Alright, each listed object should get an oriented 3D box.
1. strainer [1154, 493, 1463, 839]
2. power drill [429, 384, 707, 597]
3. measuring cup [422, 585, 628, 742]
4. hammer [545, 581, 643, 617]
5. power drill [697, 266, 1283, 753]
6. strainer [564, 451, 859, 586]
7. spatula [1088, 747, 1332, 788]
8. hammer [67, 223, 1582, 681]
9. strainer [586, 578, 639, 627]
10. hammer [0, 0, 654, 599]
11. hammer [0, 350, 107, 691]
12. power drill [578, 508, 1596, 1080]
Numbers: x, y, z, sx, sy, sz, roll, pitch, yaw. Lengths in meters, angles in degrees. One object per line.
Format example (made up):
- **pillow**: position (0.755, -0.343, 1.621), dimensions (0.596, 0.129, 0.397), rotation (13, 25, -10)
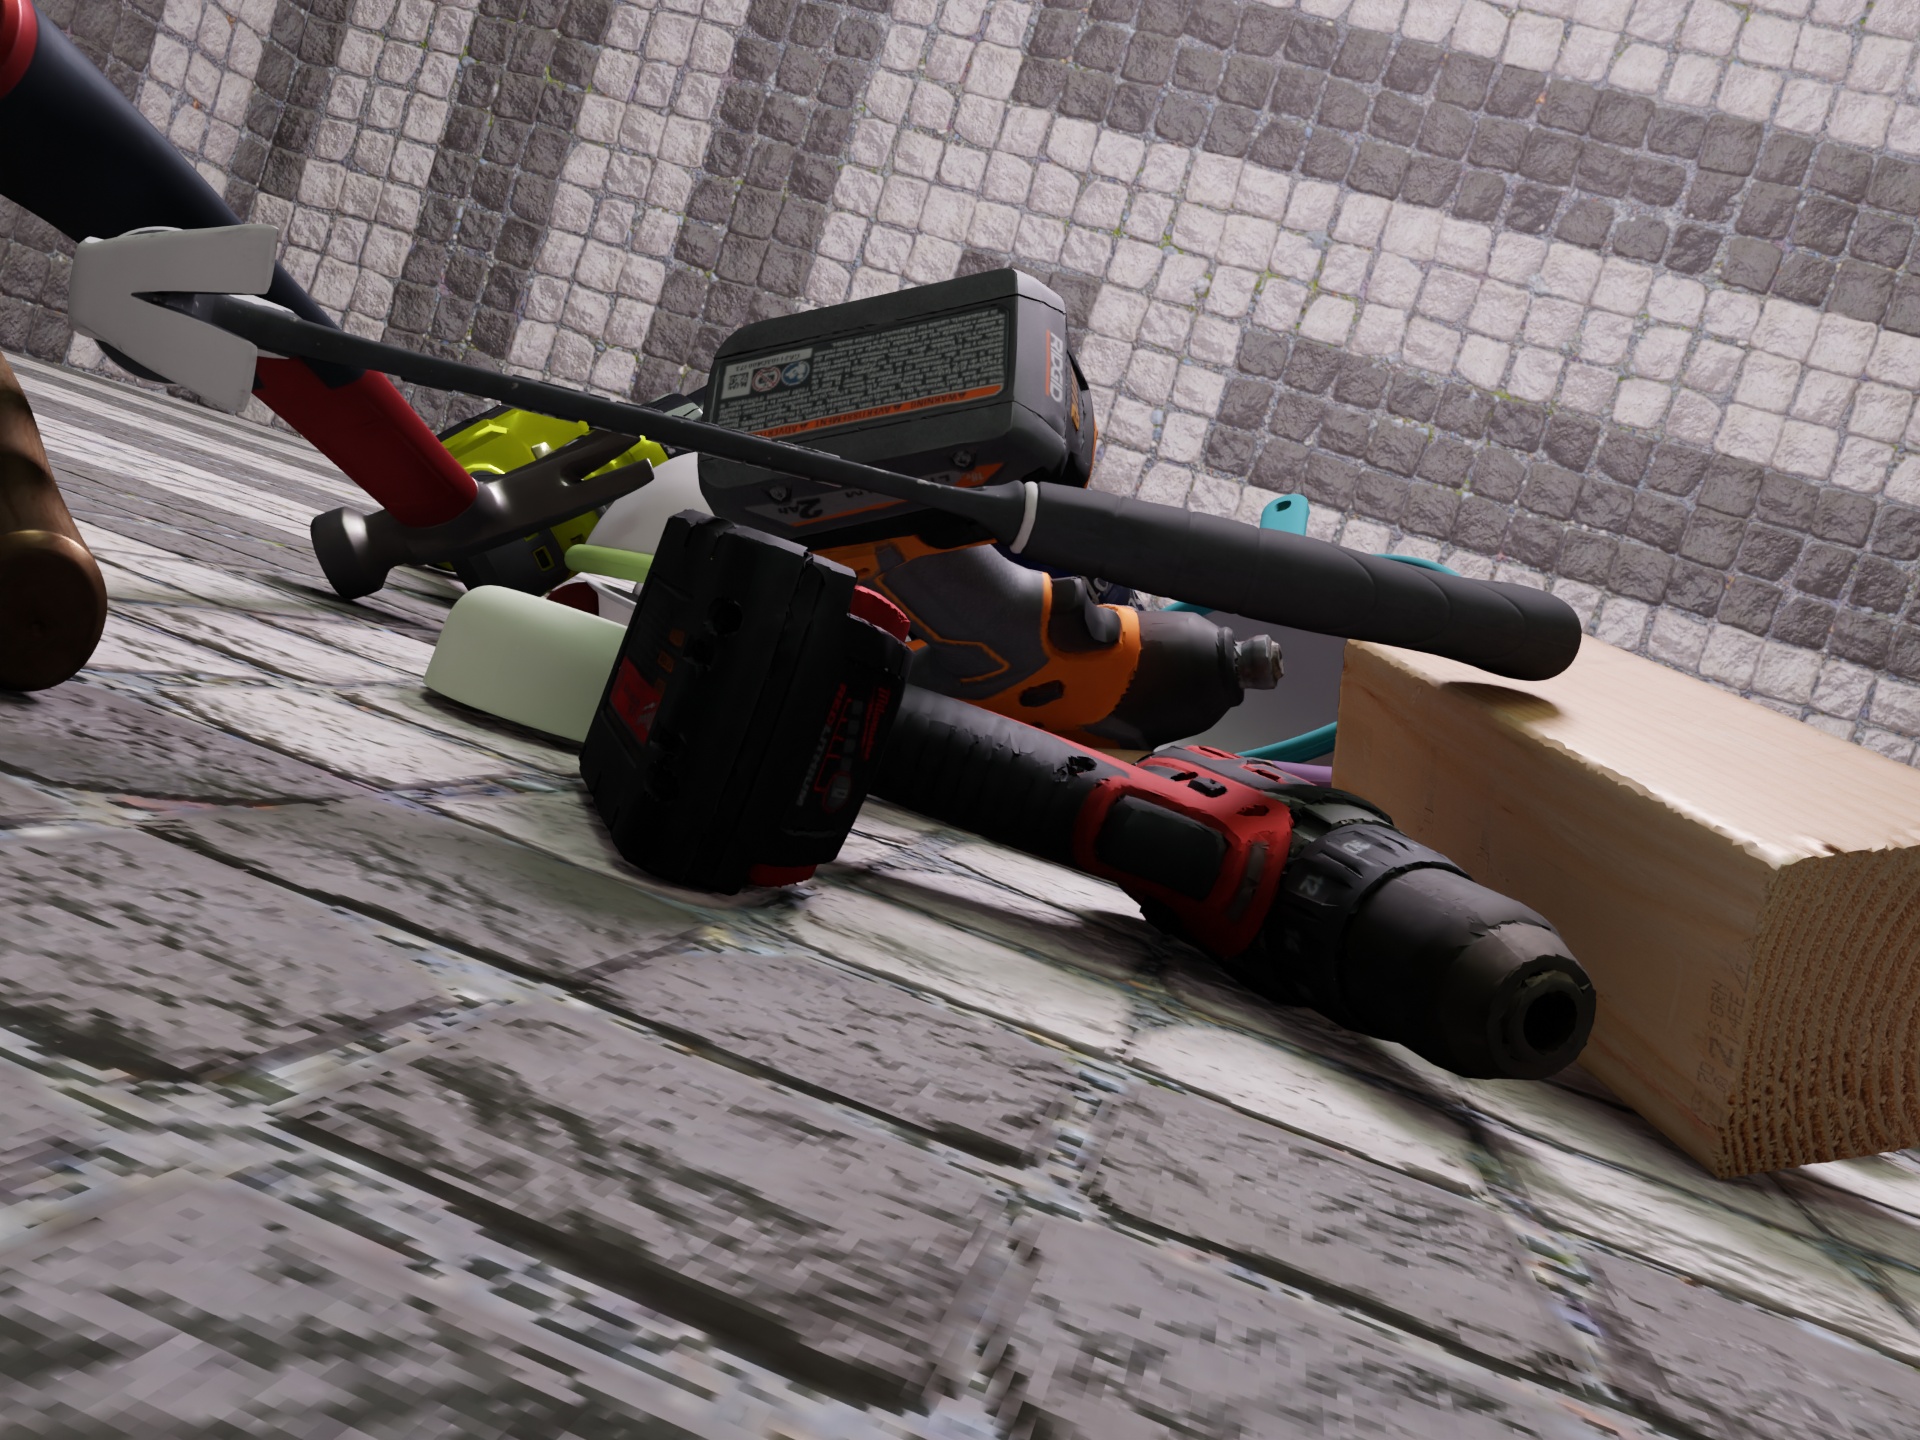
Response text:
- **strainer**: position (0.174, -0.024, 0.843), dimensions (0.211, 0.095, 0.340), rotation (-14, 23, 21)
- **power drill**: position (-0.224, -0.140, 0.909), dimensions (0.229, 0.190, 0.080), rotation (16, -43, 56)
- **measuring cup**: position (-0.118, -0.016, 0.551), dimensions (0.083, 0.038, 0.167), rotation (19, 3, 12)
- **hammer**: position (-0.151, -0.054, 0.901), dimensions (0.149, 0.036, 0.359), rotation (12, 4, 1)
- **power drill**: position (0.021, -0.052, 0.572), dimensions (0.164, 0.084, 0.226), rotation (-7, -31, 17)
- **strainer**: position (-0.099, -0.087, 0.690), dimensions (0.151, 0.069, 0.256), rotation (10, 1, -6)
- **spatula**: position (0.095, 0.022, 0.610), dimensions (0.316, 0.018, 0.060), rotation (3, -3, -9)
- **hammer**: position (0.003, -0.056, 0.404), dimensions (0.408, 0.036, 0.149), rotation (10, 8, -27)
- **strainer**: position (-0.098, -0.029, 0.605), dimensions (0.086, 0.050, 0.258), rotation (25, -6, -19)
- **hammer**: position (-0.196, -0.119, 0.508), dimensions (0.143, 0.038, 0.386), rotation (-21, -7, -5)
- **hammer**: position (-0.277, -0.088, 0.443), dimensions (0.031, 0.130, 0.332), rotation (2, 24, -37)
- **power drill**: position (0.029, 0.025, 0.407), dimensions (0.226, 0.080, 0.188), rotation (20, 3, -21)
